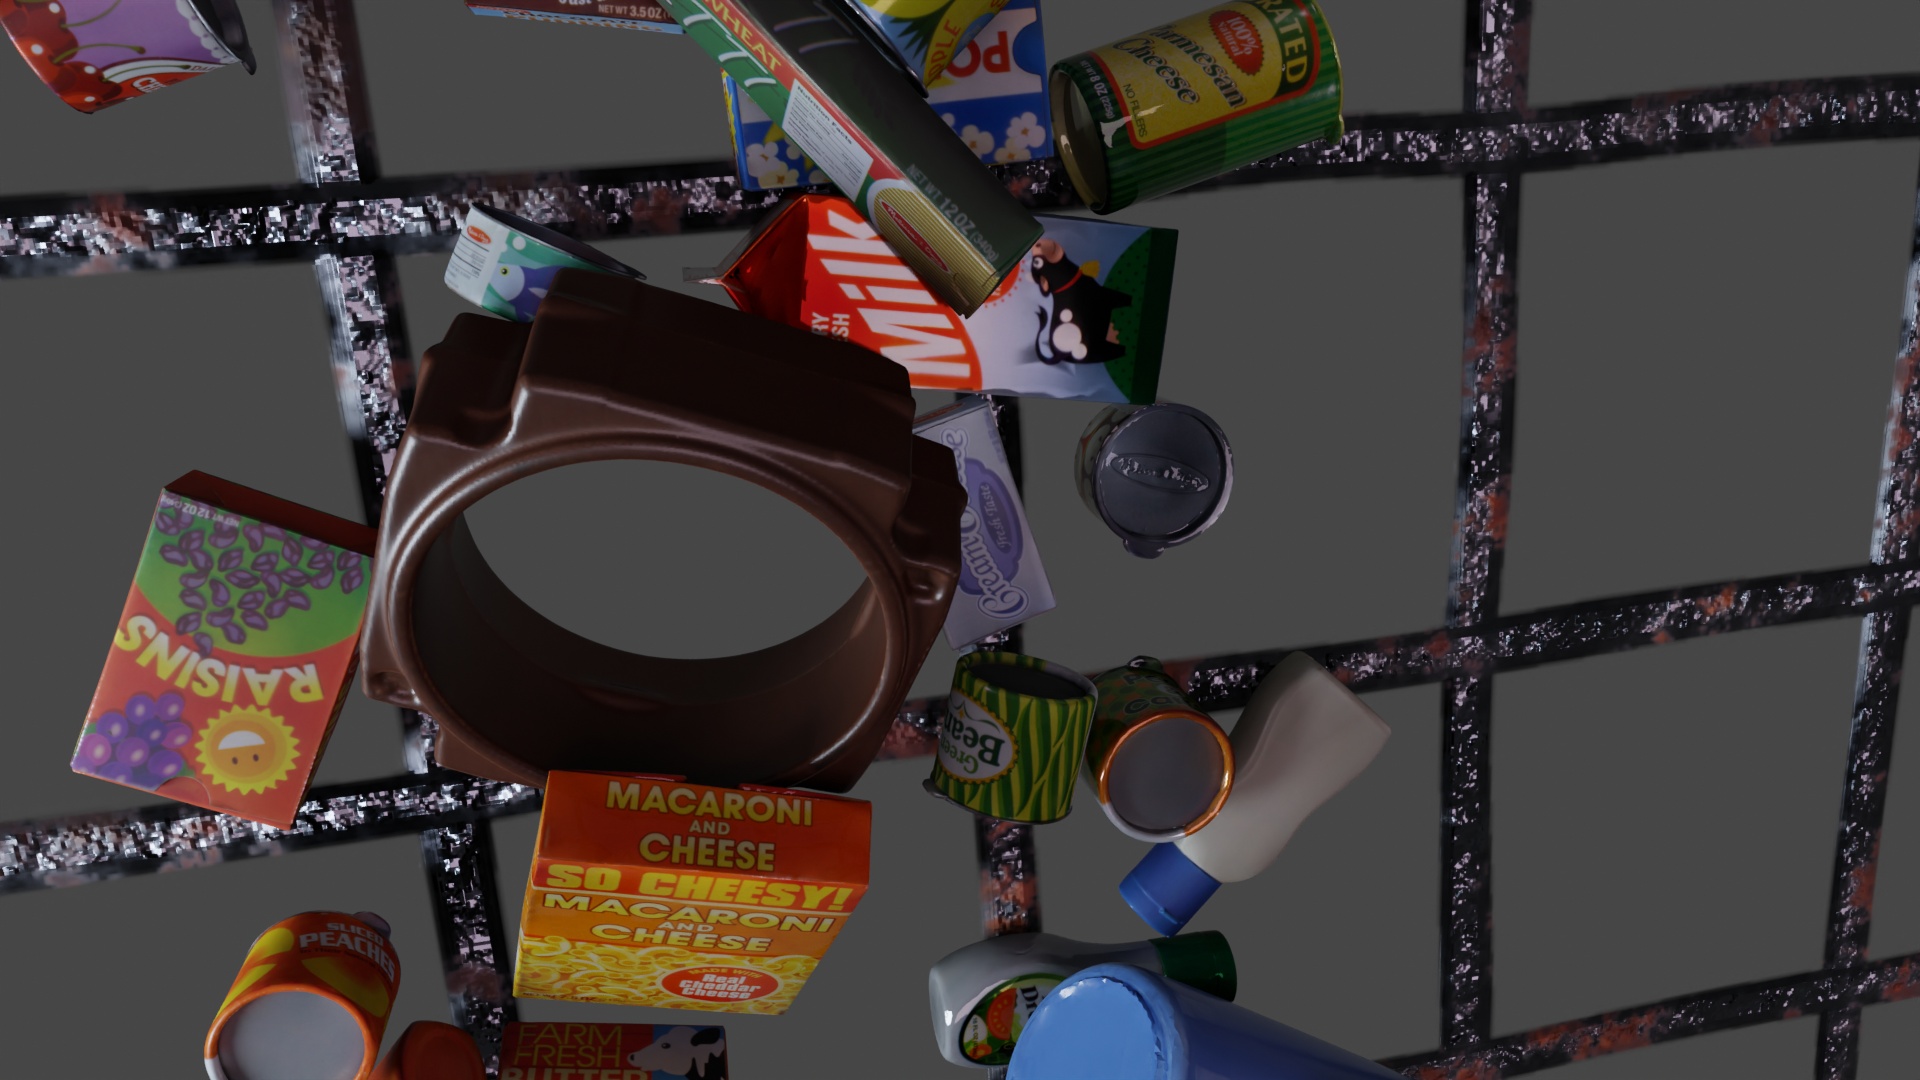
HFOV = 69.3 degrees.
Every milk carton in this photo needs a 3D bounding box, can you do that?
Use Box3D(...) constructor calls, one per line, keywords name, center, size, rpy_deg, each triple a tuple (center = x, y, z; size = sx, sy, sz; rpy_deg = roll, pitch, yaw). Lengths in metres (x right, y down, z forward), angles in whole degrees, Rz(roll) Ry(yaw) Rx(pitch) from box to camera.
Box3D(name="milk carton", center=(-0.016, -0.101, 0.565), size=(0.191, 0.072, 0.073), rpy_deg=(3, 103, -13))

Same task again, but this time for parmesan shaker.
Box3D(name="parmesan shaker", center=(0.096, -0.179, 0.571), size=(0.103, 0.071, 0.071), rpy_deg=(-21, 108, -7))

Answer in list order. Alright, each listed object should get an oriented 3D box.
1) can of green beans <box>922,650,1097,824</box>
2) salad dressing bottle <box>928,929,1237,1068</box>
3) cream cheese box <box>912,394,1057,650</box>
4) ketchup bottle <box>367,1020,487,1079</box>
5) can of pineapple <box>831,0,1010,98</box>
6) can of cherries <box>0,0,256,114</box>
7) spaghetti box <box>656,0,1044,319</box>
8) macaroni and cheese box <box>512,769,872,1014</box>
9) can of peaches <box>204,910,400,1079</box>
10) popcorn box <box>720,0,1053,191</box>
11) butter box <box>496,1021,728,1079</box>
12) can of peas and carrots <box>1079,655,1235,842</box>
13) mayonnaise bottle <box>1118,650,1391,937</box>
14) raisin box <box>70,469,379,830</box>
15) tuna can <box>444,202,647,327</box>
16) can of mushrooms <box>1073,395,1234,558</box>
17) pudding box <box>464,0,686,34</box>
Box3D(name="can of green beans", center=(0.024, 0.087, 0.627), size=(0.071, 0.071, 0.057), rpy_deg=(9, 102, -15))
Box3D(name="salad dressing bottle", center=(0.061, 0.220, 0.681), size=(0.148, 0.044, 0.064), rpy_deg=(-6, 112, -12))
Box3D(name="cream cheese box", center=(0.002, -0.008, 0.619), size=(0.053, 0.024, 0.103), rpy_deg=(-22, 108, -6))
Box3D(name="ketchup bottle", center=(-0.269, 0.286, 0.617), size=(0.043, 0.065, 0.148), rpy_deg=(31, 105, -34))
Box3D(name="can of pineapple", center=(-0.018, -0.202, 0.500), size=(0.058, 0.071, 0.071), rpy_deg=(-46, 109, 1))
Box3D(name="can of cherries", center=(-0.292, -0.188, 0.484), size=(0.058, 0.071, 0.071), rpy_deg=(-23, 108, -6))
Box3D(name="spaghetti box", center=(-0.070, -0.183, 0.489), size=(0.250, 0.050, 0.029), rpy_deg=(46, 74, -4))
Box3D(name="macaroni and cheese box", center=(-0.116, 0.150, 0.575), size=(0.124, 0.040, 0.165), rpy_deg=(9, 143, -15))
Box3D(name="can of peaches", center=(-0.277, 0.200, 0.593), size=(0.071, 0.058, 0.071), rpy_deg=(-3, 105, -11))
Box3D(name="popcorn box", center=(-0.031, -0.189, 0.557), size=(0.127, 0.038, 0.085), rpy_deg=(-9, 105, -10))
Box3D(name="butter box", center=(-0.159, 0.246, 0.634), size=(0.103, 0.053, 0.024), rpy_deg=(6, 106, -13))
Box3D(name="can of peas and carrots", center=(0.088, 0.097, 0.647), size=(0.071, 0.059, 0.070), rpy_deg=(-3, 106, -12))
Box3D(name="mayonnaise bottle", center=(0.138, 0.127, 0.677), size=(0.064, 0.041, 0.148), rpy_deg=(40, 94, -17))
Box3D(name="raisin box", center=(-0.290, 0.045, 0.560), size=(0.086, 0.040, 0.123), rpy_deg=(21, 100, -18))
Box3D(name="tuna can", center=(-0.160, -0.101, 0.538), size=(0.071, 0.071, 0.032), rpy_deg=(22, 100, -17))
Box3D(name="can of mushrooms", center=(0.086, -0.030, 0.627), size=(0.071, 0.033, 0.070), rpy_deg=(-3, 105, -12))
Box3D(name="pudding box", center=(-0.144, -0.223, 0.527), size=(0.084, 0.030, 0.049), rpy_deg=(1, 103, -13))
